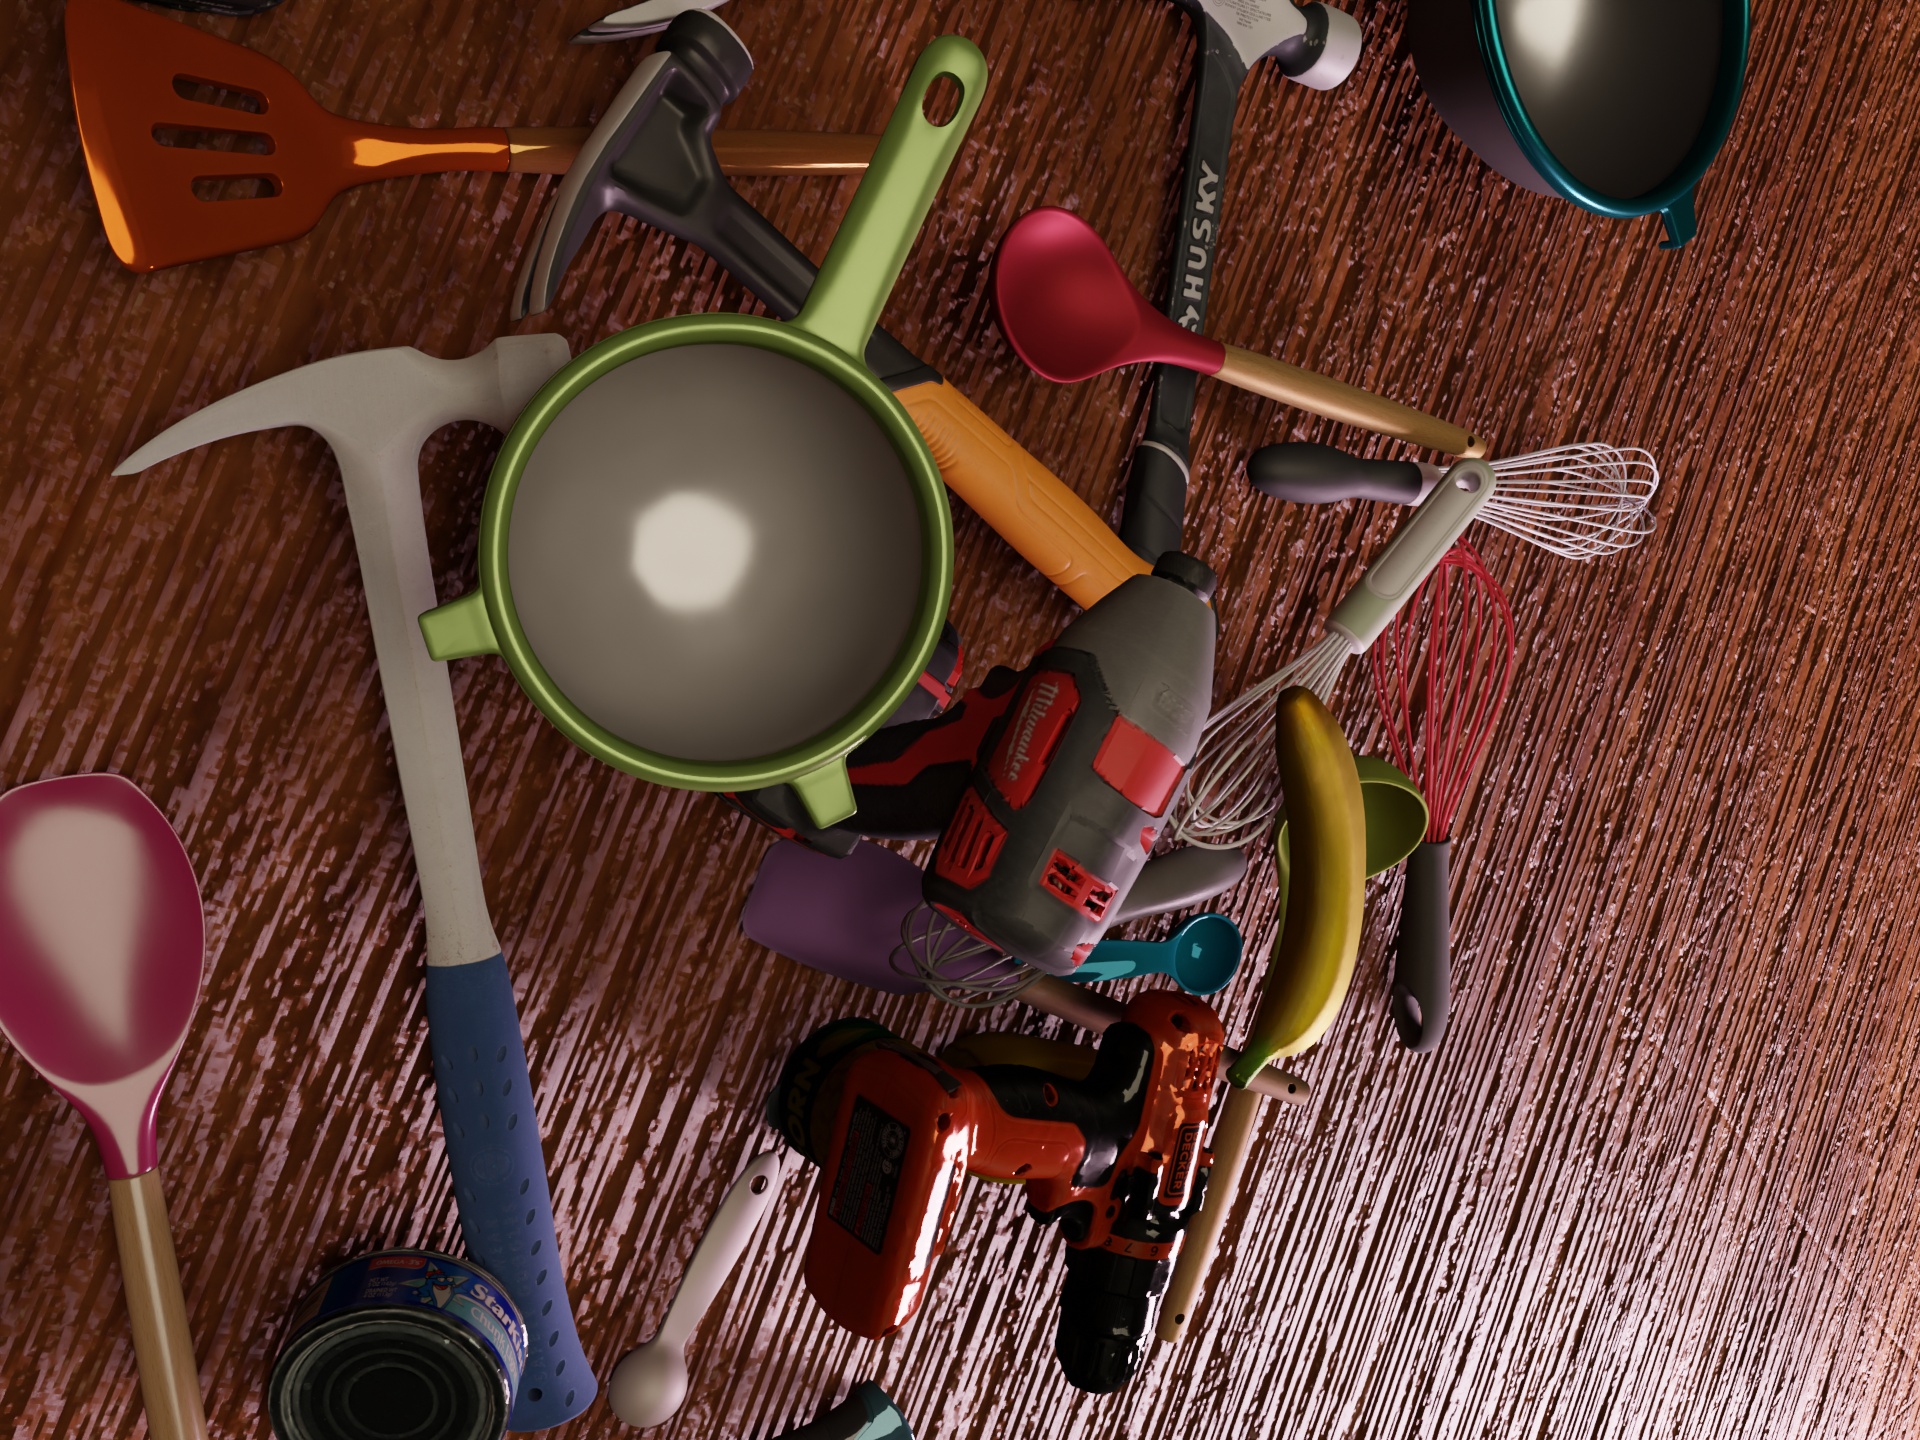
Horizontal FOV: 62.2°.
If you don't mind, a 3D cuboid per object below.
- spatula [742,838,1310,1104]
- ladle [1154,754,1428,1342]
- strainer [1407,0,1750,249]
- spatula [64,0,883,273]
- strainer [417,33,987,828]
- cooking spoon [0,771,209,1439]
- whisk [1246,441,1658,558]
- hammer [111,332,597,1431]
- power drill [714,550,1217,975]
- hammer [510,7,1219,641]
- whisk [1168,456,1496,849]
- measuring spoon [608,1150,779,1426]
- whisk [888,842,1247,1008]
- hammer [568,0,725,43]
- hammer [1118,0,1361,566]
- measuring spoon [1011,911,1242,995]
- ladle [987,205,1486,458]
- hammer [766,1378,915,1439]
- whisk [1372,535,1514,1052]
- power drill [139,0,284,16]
[{"bbox_3d":[0.044,0.125,0.732,0.315,0.018,0.060,26,77,-25],"label":"spatula"},{"bbox_3d":[0.160,0.170,0.815,0.078,0.062,0.320,18,90,-20],"label":"ladle"},{"bbox_3d":[0.241,-0.364,0.761,0.340,0.095,0.211,12,88,-32],"label":"strainer"},{"bbox_3d":[-0.136,-0.204,0.567,0.322,0.041,0.081,-13,104,-32],"label":"spatula"},{"bbox_3d":[-0.061,-0.103,0.528,0.151,0.069,0.256,25,89,-21],"label":"strainer"},{"bbox_3d":[-0.273,0.175,0.532,0.068,0.017,0.319,-10,96,-32],"label":"cooking spoon"},{"bbox_3d":[0.265,-0.122,0.841,0.284,0.070,0.070,0,98,-28],"label":"whisk"},{"bbox_3d":[-0.185,0.075,0.568,0.144,0.035,0.405,-8,106,-14],"label":"hammer"},{"bbox_3d":[-0.001,-0.002,0.579,0.078,0.220,0.143,35,78,-33],"label":"power drill"},{"bbox_3d":[-0.012,-0.112,0.630,0.336,0.034,0.127,37,74,-32],"label":"hammer"},{"bbox_3d":[0.183,-0.035,0.779,0.246,0.058,0.059,-50,164,-7],"label":"whisk"},{"bbox_3d":[-0.107,0.240,0.670,0.034,0.018,0.124,35,77,-32],"label":"measuring spoon"},{"bbox_3d":[0.059,0.085,0.723,0.239,0.055,0.055,-9,103,-47],"label":"whisk"},{"bbox_3d":[-0.171,-0.384,0.519,0.334,0.035,0.146,47,71,-30],"label":"hammer"},{"bbox_3d":[0.093,-0.139,0.733,0.149,0.036,0.409,5,95,-33],"label":"hammer"},{"bbox_3d":[0.079,0.114,0.779,0.128,0.021,0.042,1,98,-25],"label":"measuring spoon"},{"bbox_3d":[0.135,-0.159,0.721,0.315,0.031,0.069,9,91,-34],"label":"ladle"},{"bbox_3d":[-0.163,0.343,0.640,0.331,0.033,0.128,-10,102,-32],"label":"hammer"},{"bbox_3d":[0.253,0.045,0.856,0.073,0.073,0.295,-12,109,-32],"label":"whisk"},{"bbox_3d":[-0.208,-0.249,0.401,0.171,0.223,0.080,-1,99,-33],"label":"power drill"}]
